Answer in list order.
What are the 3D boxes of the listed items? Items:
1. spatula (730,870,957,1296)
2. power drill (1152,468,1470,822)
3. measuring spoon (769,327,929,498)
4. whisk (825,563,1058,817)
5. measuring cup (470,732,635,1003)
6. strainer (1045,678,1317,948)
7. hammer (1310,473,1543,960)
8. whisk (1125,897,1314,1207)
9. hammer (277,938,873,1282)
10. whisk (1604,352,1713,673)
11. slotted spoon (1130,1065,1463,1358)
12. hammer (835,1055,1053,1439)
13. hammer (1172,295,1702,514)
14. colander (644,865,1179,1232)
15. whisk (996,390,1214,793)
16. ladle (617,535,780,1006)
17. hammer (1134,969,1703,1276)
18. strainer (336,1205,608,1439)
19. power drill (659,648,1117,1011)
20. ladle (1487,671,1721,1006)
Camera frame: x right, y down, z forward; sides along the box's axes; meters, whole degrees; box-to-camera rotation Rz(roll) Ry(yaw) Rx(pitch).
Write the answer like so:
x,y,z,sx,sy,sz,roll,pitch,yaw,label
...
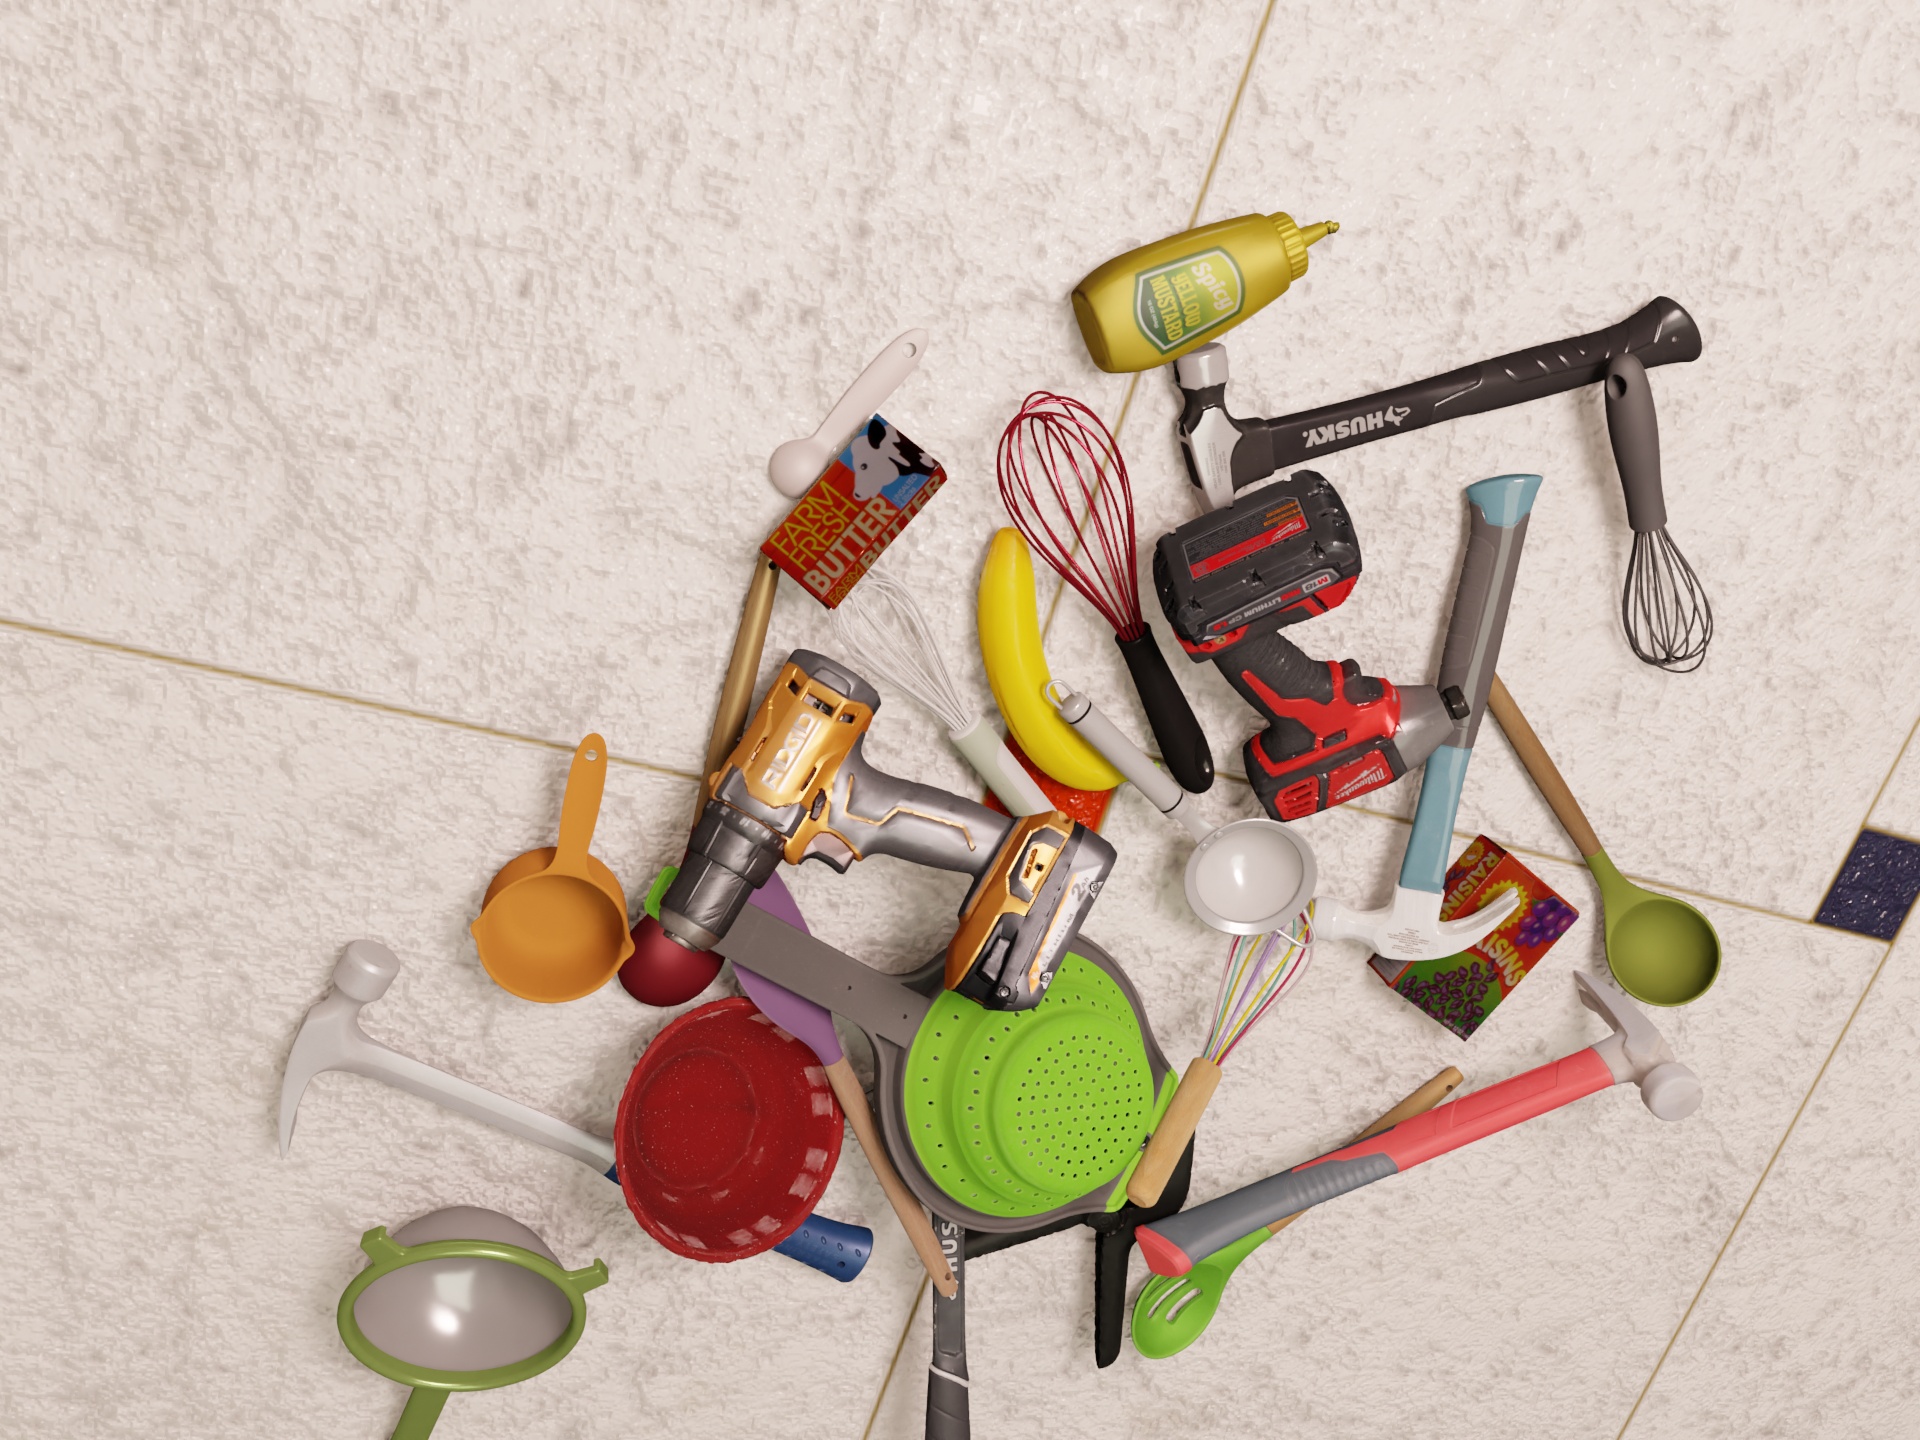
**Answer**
x,y,z,sx,sy,sz,roll,pitch,yaw,label
-0.073,0.241,1.022,0.060,0.018,0.315,-35,106,-36,spatula
0.216,-0.036,0.962,0.143,0.079,0.219,-24,130,15,power drill
-0.061,-0.175,0.904,0.034,0.018,0.124,41,97,-23,measuring spoon
-0.002,-0.003,0.971,0.059,0.058,0.246,-19,124,33,whisk
-0.234,0.081,0.946,0.095,0.052,0.173,11,106,-17,measuring cup
0.141,0.055,1.004,0.087,0.050,0.258,-41,115,15,strainer
0.322,0.002,1.038,0.128,0.033,0.331,11,105,12,hammer
0.169,0.204,1.021,0.245,0.047,0.051,-54,131,-31,whisk
-0.239,0.284,1.031,0.405,0.035,0.144,30,101,-22,hammer
0.438,-0.126,1.008,0.055,0.055,0.238,-27,122,-2,whisk
0.248,0.360,1.179,0.314,0.031,0.070,-40,114,2,slotted spoon
-0.013,0.430,1.088,0.149,0.036,0.409,-1,97,-13,hammer
0.297,-0.192,0.972,0.334,0.035,0.146,-16,113,-7,hammer
-0.010,0.195,0.982,0.396,0.094,0.204,31,78,-21,colander
0.097,-0.068,0.962,0.073,0.073,0.295,-29,120,-1,whisk
-0.148,0.040,0.964,0.069,0.031,0.315,8,107,-27,ladle
0.302,0.290,1.115,0.386,0.143,0.038,-22,113,1,hammer
-0.337,0.399,1.047,0.151,0.069,0.256,16,123,-20,strainer
-0.047,0.089,0.923,0.226,0.084,0.185,31,77,-2,power drill
0.430,0.075,1.095,0.078,0.062,0.320,-38,111,1,ladle
